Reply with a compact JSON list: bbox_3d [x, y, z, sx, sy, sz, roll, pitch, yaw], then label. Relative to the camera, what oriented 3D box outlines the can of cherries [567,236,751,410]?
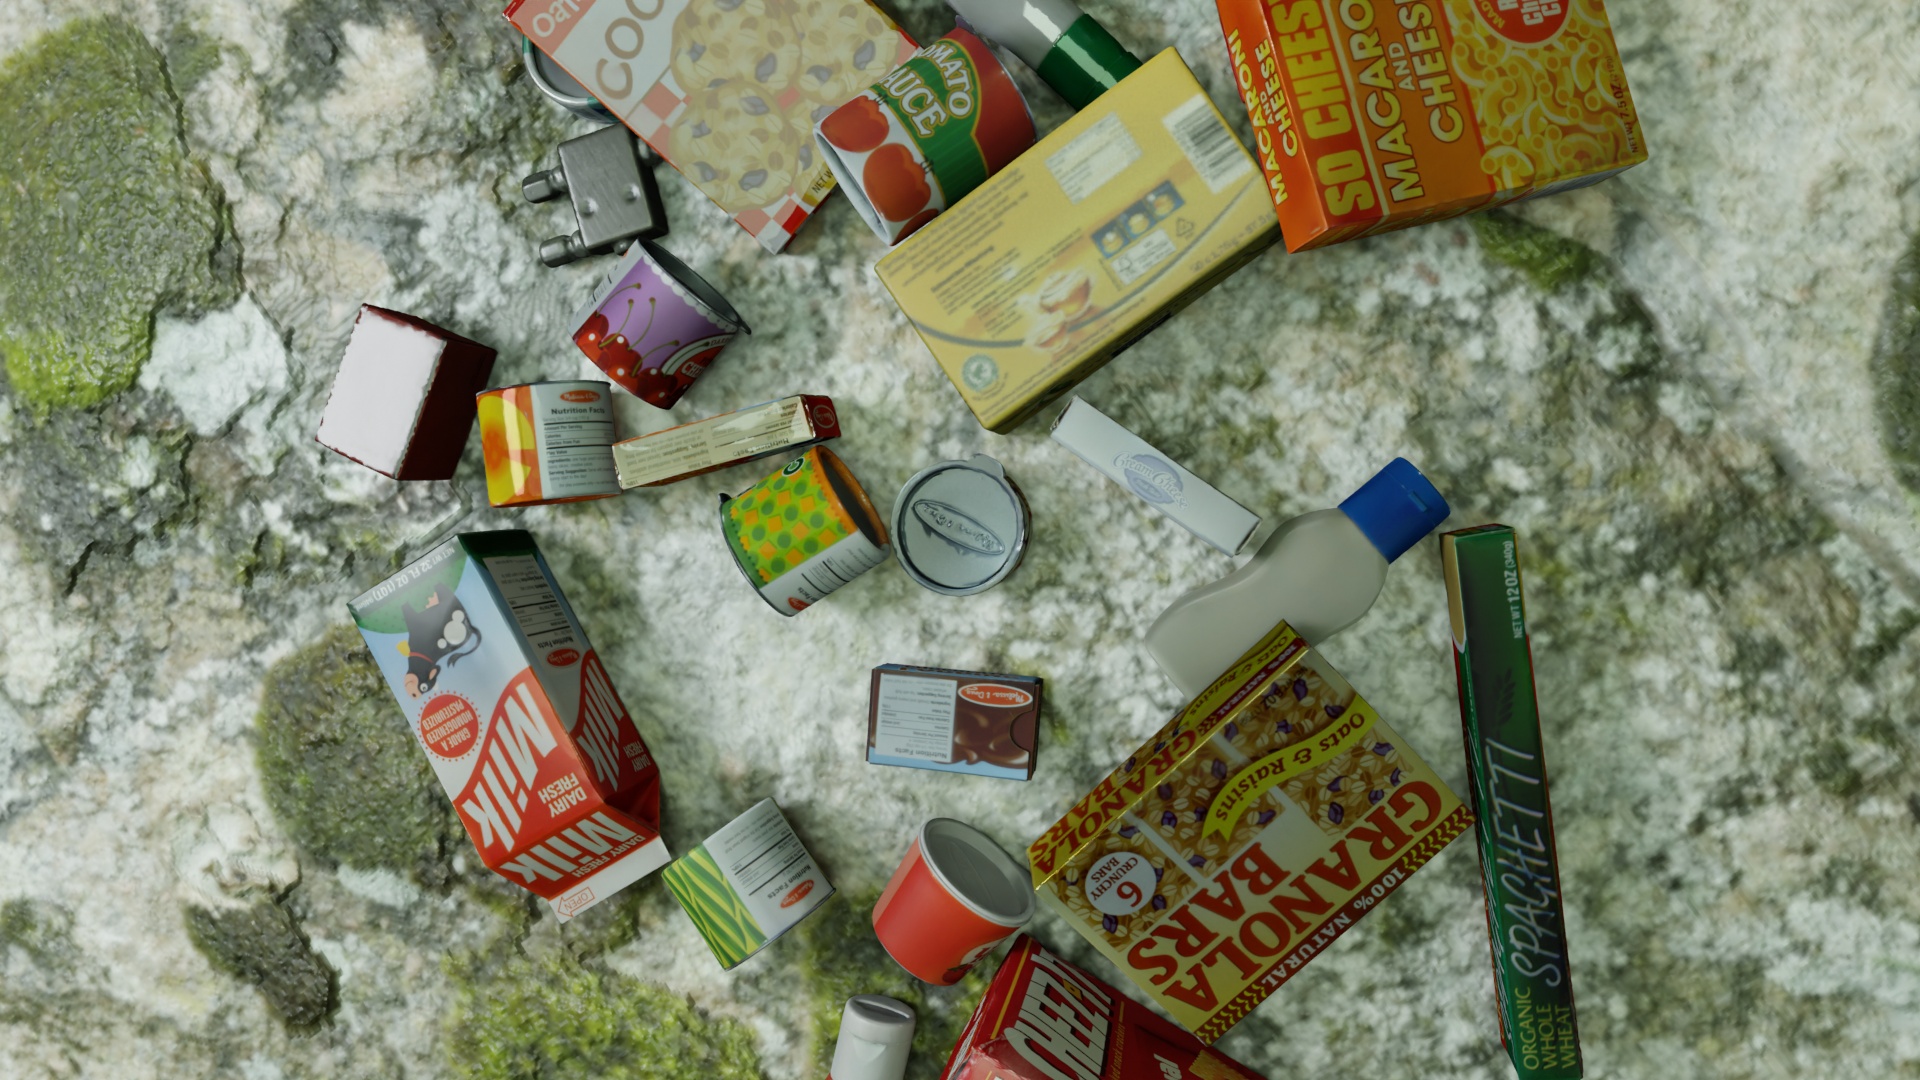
[{"bbox_3d":[-0.149,-0.106,0.691,0.071,0.071,0.058,43,98,6],"label":"can of cherries"}]

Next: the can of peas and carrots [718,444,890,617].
[{"bbox_3d":[-0.077,-0.007,0.680,0.058,0.071,0.071,-31,86,9],"label":"can of peas and carrots"}]

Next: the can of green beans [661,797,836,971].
[{"bbox_3d":[-0.105,0.169,0.688,0.071,0.071,0.058,-36,85,9],"label":"can of green beans"}]

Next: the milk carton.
[{"bbox_3d":[-0.220,0.094,0.703,0.072,0.073,0.190,-31,86,9],"label":"milk carton"}]

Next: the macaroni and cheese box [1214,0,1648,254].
[{"bbox_3d":[0.205,-0.203,0.607,0.167,0.040,0.123,-15,88,-16],"label":"macaroni and cheese box"}]

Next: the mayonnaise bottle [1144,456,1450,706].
[{"bbox_3d":[0.160,0.022,0.652,0.148,0.041,0.065,-41,91,7],"label":"mayonnaise bottle"}]

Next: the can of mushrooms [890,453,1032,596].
[{"bbox_3d":[0.002,-0.009,0.682,0.071,0.033,0.071,0,91,11],"label":"can of mushrooms"}]

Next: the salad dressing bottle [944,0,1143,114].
[{"bbox_3d":[0.022,-0.262,0.663,0.147,0.064,0.043,42,117,-2],"label":"salad dressing bottle"}]

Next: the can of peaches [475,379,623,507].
[{"bbox_3d":[-0.208,-0.048,0.703,0.071,0.071,0.058,-7,91,10],"label":"can of peaches"}]

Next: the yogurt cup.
[{"bbox_3d":[-0.006,0.177,0.673,0.072,0.072,0.053,39,106,7],"label":"yogurt cup"}]

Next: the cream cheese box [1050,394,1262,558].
[{"bbox_3d":[0.092,-0.029,0.656,0.104,0.053,0.024,35,95,8],"label":"cream cheese box"}]

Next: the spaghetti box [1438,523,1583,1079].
[{"bbox_3d":[0.250,0.118,0.632,0.028,0.050,0.250,-7,90,12],"label":"spaghetti box"}]

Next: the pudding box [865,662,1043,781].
[{"bbox_3d":[-0.002,0.089,0.686,0.084,0.030,0.049,4,91,10],"label":"pudding box"}]

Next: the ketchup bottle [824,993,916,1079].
[{"bbox_3d":[-0.055,0.304,0.693,0.065,0.043,0.148,13,93,10],"label":"ketchup bottle"}]

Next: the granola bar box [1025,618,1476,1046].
[{"bbox_3d":[0.132,0.136,0.640,0.165,0.039,0.124,-43,105,8],"label":"granola bar box"}]

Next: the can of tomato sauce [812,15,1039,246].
[{"bbox_3d":[-0.017,-0.186,0.639,0.083,0.071,0.071,-35,85,-3],"label":"can of tomato sauce"}]

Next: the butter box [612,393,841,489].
[{"bbox_3d":[-0.116,-0.049,0.692,0.103,0.053,0.024,-14,92,11],"label":"butter box"}]

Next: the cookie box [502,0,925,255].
[{"bbox_3d":[-0.112,-0.240,0.670,0.167,0.040,0.123,41,98,-11],"label":"cookie box"}]

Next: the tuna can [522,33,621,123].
[{"bbox_3d":[-0.186,-0.252,0.711,0.071,0.033,0.071,0,92,10],"label":"tuna can"}]
